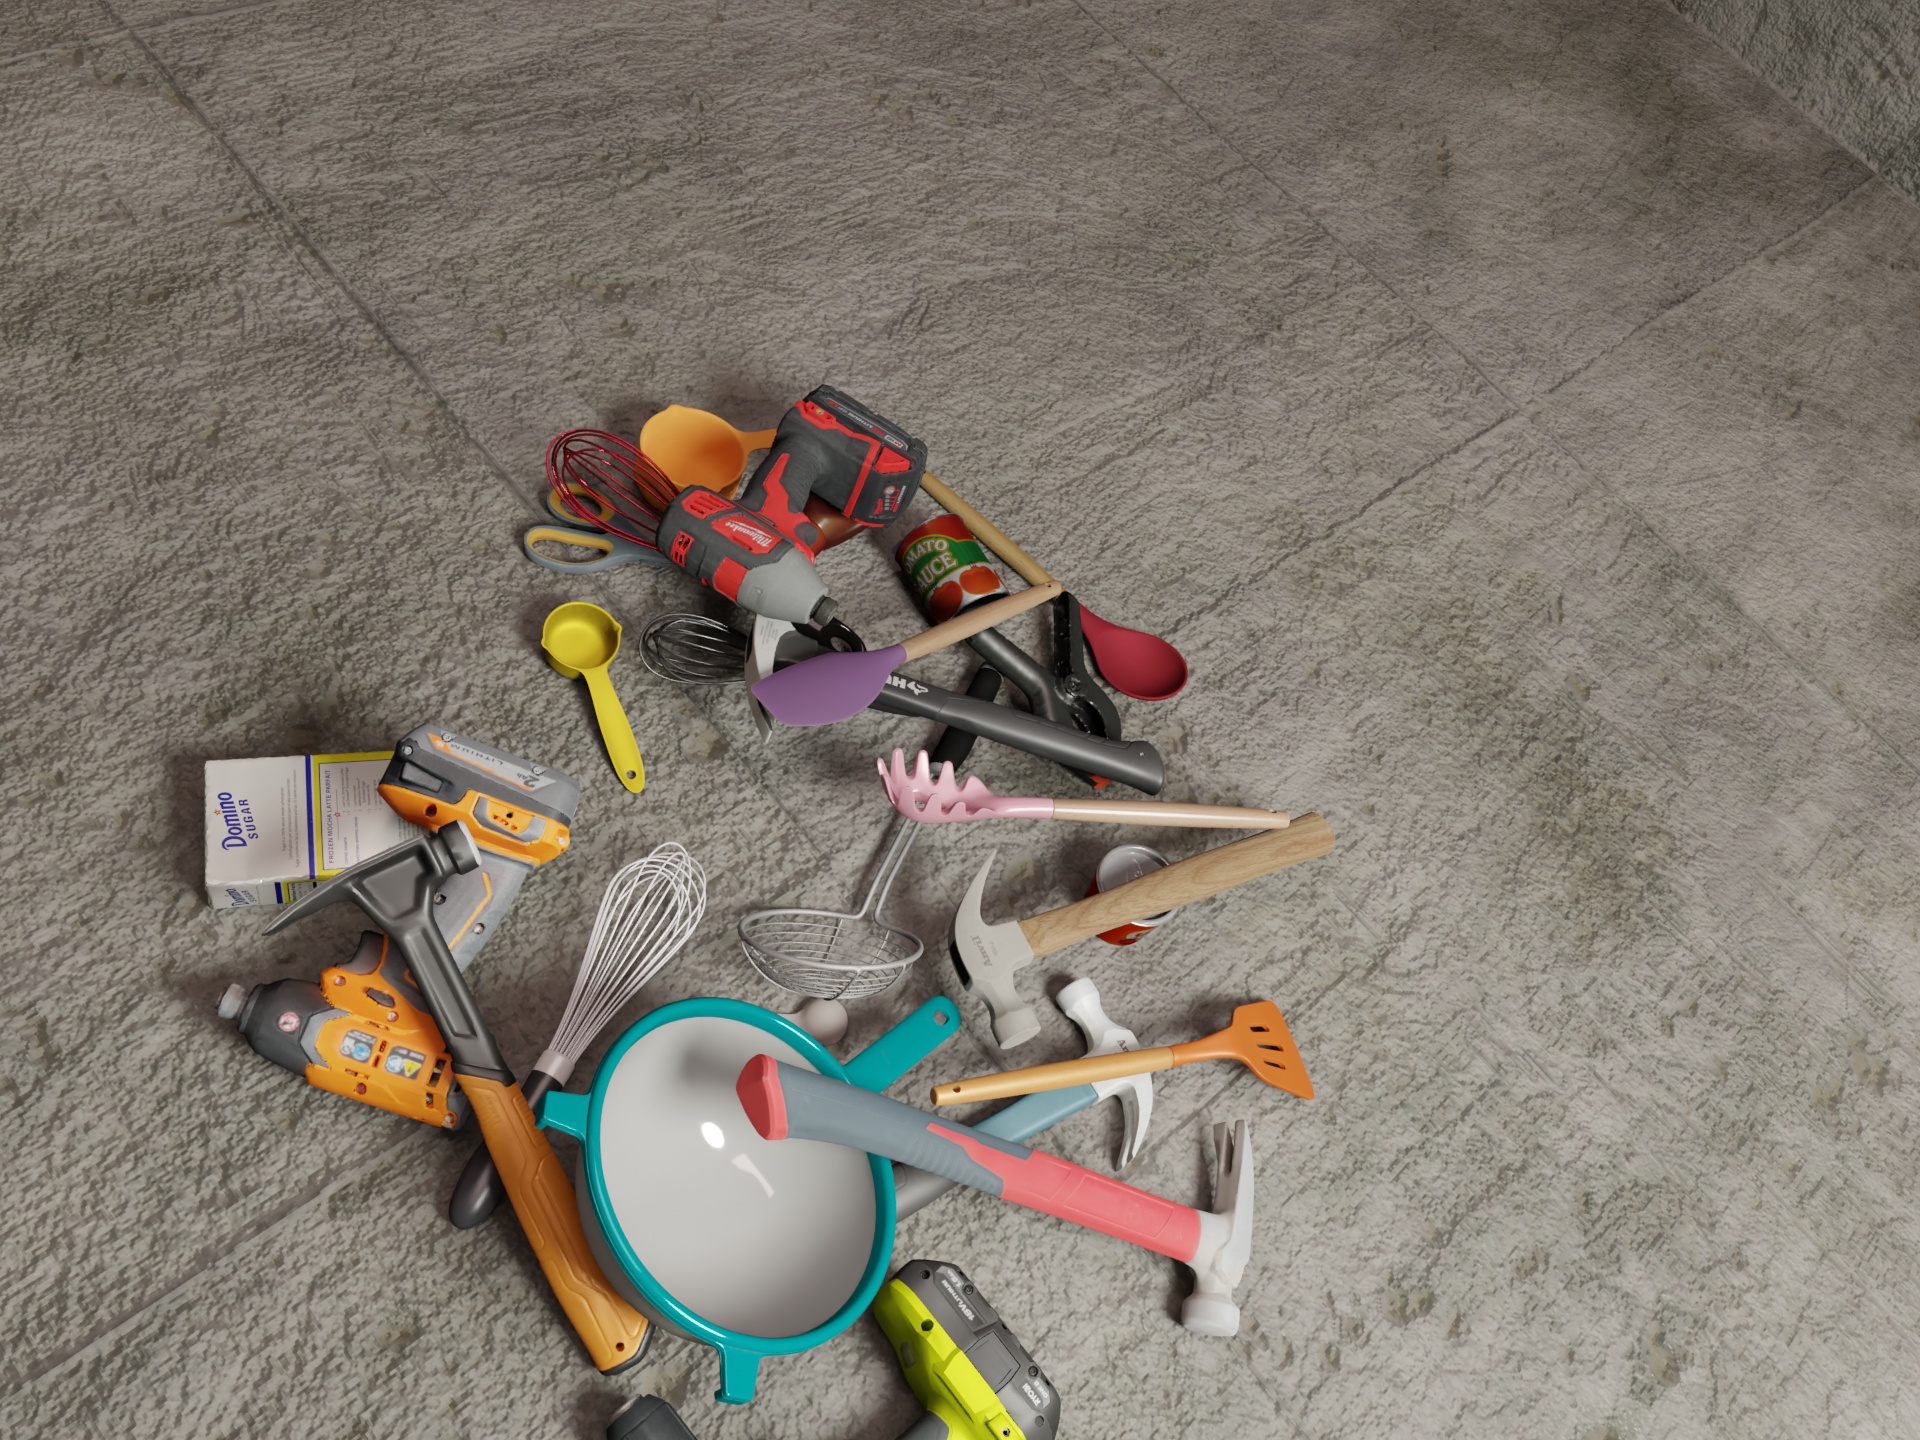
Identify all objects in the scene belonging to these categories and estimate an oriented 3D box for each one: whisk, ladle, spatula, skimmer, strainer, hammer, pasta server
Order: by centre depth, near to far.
[{"bbox_3d":[-0.278,0.234,0.937,0.127,0.034,0.337,-27,90,-19],"label":"hammer"},{"bbox_3d":[-0.115,0.262,0.988,0.211,0.095,0.340,54,33,7],"label":"strainer"},{"bbox_3d":[0.036,0.270,1.006,0.386,0.038,0.143,27,57,-26],"label":"hammer"},{"bbox_3d":[-0.246,0.199,1.031,0.070,0.070,0.285,28,58,0],"label":"whisk"},{"bbox_3d":[-0.006,0.293,1.064,0.331,0.033,0.128,-22,66,-30],"label":"hammer"},{"bbox_3d":[0.121,0.242,1.109,0.322,0.041,0.081,-2,56,-28],"label":"spatula"},{"bbox_3d":[0.093,0.059,1.158,0.316,0.040,0.060,4,29,-13],"label":"pasta server"},{"bbox_3d":[0.139,0.124,1.160,0.331,0.031,0.130,-16,64,-28],"label":"hammer"},{"bbox_3d":[-0.041,0.062,1.170,0.127,0.090,0.363,11,48,20],"label":"skimmer"},{"bbox_3d":[-0.002,-0.004,1.204,0.334,0.035,0.146,18,42,-10],"label":"hammer"},{"bbox_3d":[-0.026,-0.057,1.206,0.060,0.018,0.316,44,45,21],"label":"spatula"},{"bbox_3d":[-0.131,-0.036,1.234,0.239,0.055,0.055,14,54,-17],"label":"whisk"},{"bbox_3d":[-0.196,-0.131,1.249,0.295,0.073,0.073,35,52,-10],"label":"whisk"},{"bbox_3d":[0.068,-0.122,1.373,0.315,0.031,0.069,42,61,13],"label":"ladle"}]

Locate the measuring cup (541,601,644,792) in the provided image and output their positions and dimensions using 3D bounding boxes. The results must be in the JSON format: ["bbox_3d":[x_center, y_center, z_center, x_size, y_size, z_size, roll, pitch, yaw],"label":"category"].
[{"bbox_3d":[-0.269,-0.014,1.186,0.062,0.029,0.157,-16,76,-28],"label":"measuring cup"}]

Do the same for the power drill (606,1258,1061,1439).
[{"bbox_3d":[-0.073,0.424,0.926,0.228,0.080,0.191,-32,73,-31],"label":"power drill"}]

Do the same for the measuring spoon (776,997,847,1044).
[{"bbox_3d":[-0.136,0.206,1.084,0.124,0.018,0.034,-1,58,-19],"label":"measuring spoon"}]

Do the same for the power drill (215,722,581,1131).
[{"bbox_3d":[-0.346,0.122,0.993,0.164,0.084,0.227,21,72,-12],"label":"power drill"}]

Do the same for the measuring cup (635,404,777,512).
[{"bbox_3d":[-0.189,-0.216,1.329,0.173,0.052,0.095,-13,63,-31],"label":"measuring cup"}]

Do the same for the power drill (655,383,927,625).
[{"bbox_3d":[-0.120,-0.159,1.221,0.143,0.078,0.220,32,44,5],"label":"power drill"}]
